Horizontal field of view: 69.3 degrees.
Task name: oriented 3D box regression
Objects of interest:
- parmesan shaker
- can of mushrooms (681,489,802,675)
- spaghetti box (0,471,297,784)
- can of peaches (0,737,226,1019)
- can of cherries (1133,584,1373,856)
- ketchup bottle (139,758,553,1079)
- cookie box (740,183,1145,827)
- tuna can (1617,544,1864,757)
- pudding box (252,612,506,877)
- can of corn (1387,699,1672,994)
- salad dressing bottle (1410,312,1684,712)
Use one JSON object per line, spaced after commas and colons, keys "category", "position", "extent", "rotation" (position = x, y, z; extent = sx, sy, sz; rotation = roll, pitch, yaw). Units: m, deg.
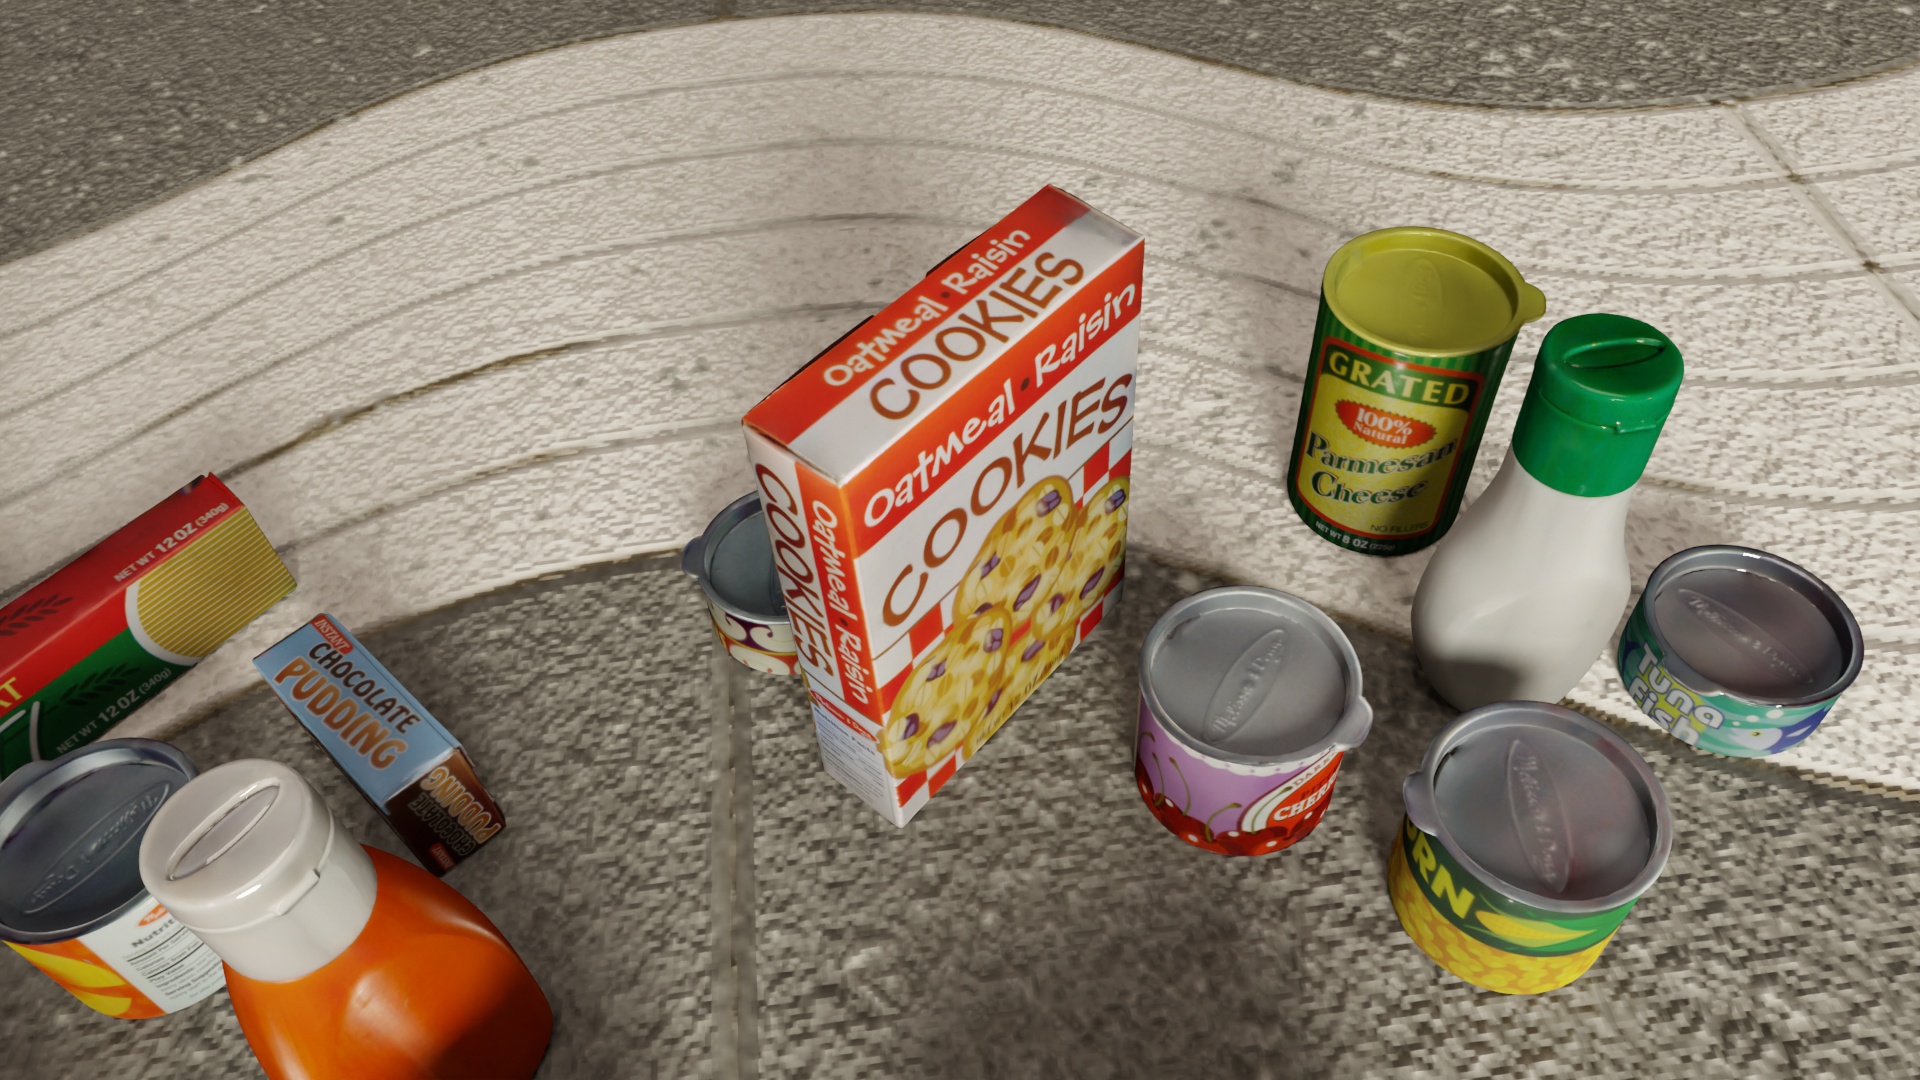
{"category": "parmesan shaker", "position": [0.158, -0.050, 0.495], "extent": [0.071, 0.102, 0.072], "rotation": [-2, 49, 2]}
{"category": "can of mushrooms", "position": [-0.062, 0.013, 0.501], "extent": [0.071, 0.033, 0.071], "rotation": [-2, 49, 2]}
{"category": "spaghetti box", "position": [-0.341, 0.072, 0.459], "extent": [0.029, 0.050, 0.251], "rotation": [29, 57, 26]}
{"category": "can of peaches", "position": [-0.252, 0.102, 0.422], "extent": [0.071, 0.057, 0.071], "rotation": [-2, 49, 2]}
{"category": "can of cherries", "position": [0.090, 0.059, 0.436], "extent": [0.071, 0.058, 0.072], "rotation": [-2, 49, 2]}
{"category": "ketchup bottle", "position": [-0.151, 0.109, 0.350], "extent": [0.043, 0.148, 0.065], "rotation": [27, 56, 24]}
{"category": "cookie box", "position": [0.002, -0.005, 0.425], "extent": [0.040, 0.166, 0.123], "rotation": [32, 58, 27]}
{"category": "tuna can", "position": [0.255, 0.038, 0.460], "extent": [0.071, 0.032, 0.071], "rotation": [-2, 49, 2]}
{"category": "pudding box", "position": [-0.190, 0.066, 0.454], "extent": [0.084, 0.049, 0.030], "rotation": [34, 60, 28]}
{"category": "can of corn", "position": [0.160, 0.090, 0.404], "extent": [0.071, 0.058, 0.071], "rotation": [-2, 49, 2]}
{"category": "salad dressing bottle", "position": [0.178, -0.002, 0.424], "extent": [0.064, 0.146, 0.044], "rotation": [-9, 49, -3]}
